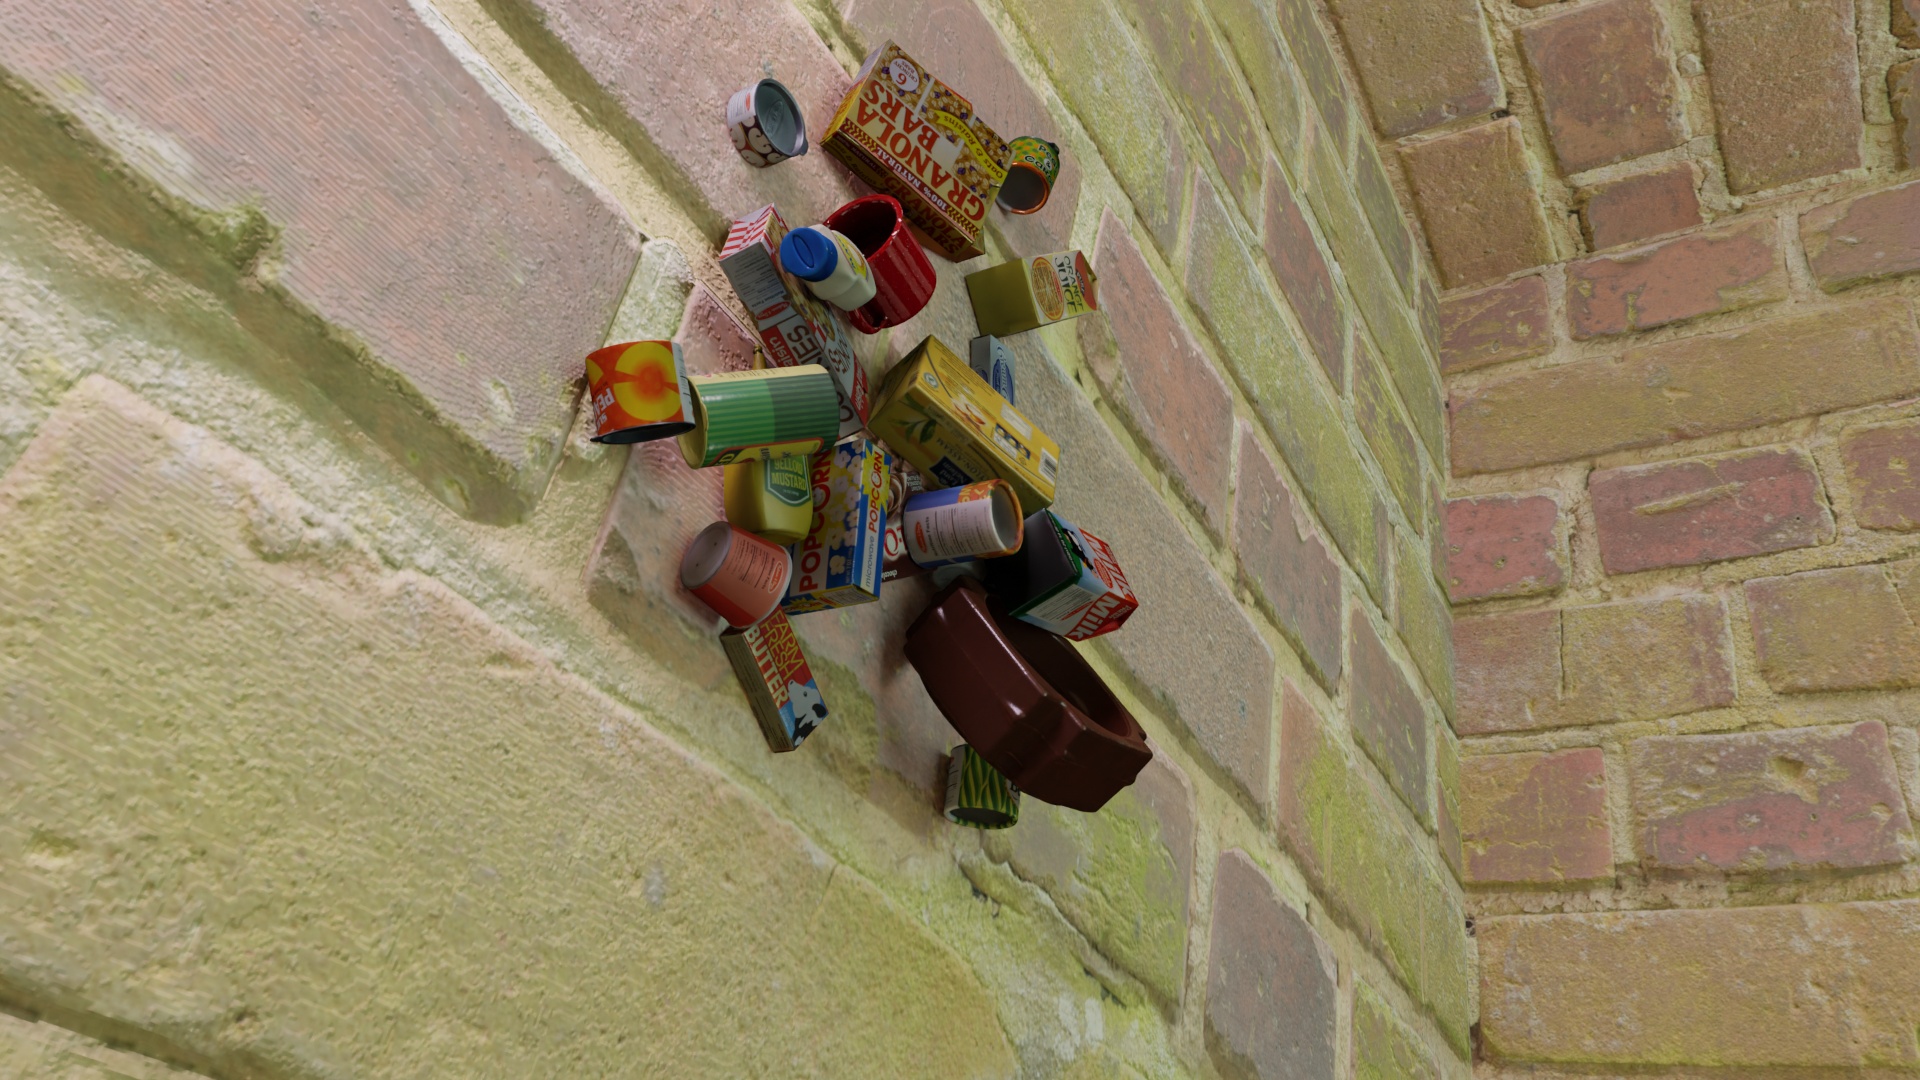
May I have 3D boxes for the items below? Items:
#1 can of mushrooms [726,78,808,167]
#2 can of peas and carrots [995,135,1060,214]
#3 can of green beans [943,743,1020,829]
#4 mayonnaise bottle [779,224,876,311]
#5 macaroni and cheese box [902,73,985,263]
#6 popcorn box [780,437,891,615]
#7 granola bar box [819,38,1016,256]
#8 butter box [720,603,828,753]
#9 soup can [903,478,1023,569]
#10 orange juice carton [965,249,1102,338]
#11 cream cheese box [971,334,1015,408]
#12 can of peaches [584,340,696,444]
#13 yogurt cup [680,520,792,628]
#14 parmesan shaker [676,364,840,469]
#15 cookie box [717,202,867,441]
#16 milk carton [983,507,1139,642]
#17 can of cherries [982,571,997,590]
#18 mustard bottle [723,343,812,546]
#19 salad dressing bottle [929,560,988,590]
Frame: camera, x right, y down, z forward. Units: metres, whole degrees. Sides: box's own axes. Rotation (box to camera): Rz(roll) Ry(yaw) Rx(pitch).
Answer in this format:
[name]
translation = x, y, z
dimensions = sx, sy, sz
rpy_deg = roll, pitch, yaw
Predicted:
[can of mushrooms]
translation = -0.160, -0.345, 1.156
dimensions = 0.071, 0.033, 0.071
rpy_deg = 29, 55, -52
[can of peas and carrots]
translation = 0.073, -0.402, 1.527
dimensions = 0.070, 0.071, 0.059
rpy_deg = 55, 38, -34
[can of green beans]
translation = 0.021, 0.217, 1.221
dimensions = 0.071, 0.071, 0.058
rpy_deg = 41, 46, -46
[mayonnaise bottle]
translation = -0.104, -0.215, 1.078
dimensions = 0.064, 0.041, 0.148
rpy_deg = 60, 9, 0
[macaroni and cheese box]
translation = -0.029, -0.374, 1.376
dimensions = 0.124, 0.040, 0.166
rpy_deg = 13, 69, -56
[popcorn box]
translation = -0.102, -0.010, 1.080
dimensions = 0.038, 0.085, 0.127
rpy_deg = 35, 51, -49
[granola bar box]
translation = -0.036, -0.365, 1.293
dimensions = 0.165, 0.039, 0.125
rpy_deg = 36, 60, -24
[butter box]
translation = -0.138, 0.101, 1.040
dimensions = 0.053, 0.024, 0.103
rpy_deg = -45, 118, -54
[soup can]
translation = 0.004, -0.015, 1.187
dimensions = 0.071, 0.083, 0.071
rpy_deg = 31, 54, -57
[orange juice carton]
translation = 0.087, -0.268, 1.501
dimensions = 0.193, 0.071, 0.073
rpy_deg = -27, 103, -58
[cream cheese box]
translation = 0.034, -0.153, 1.418
dimensions = 0.053, 0.024, 0.104
rpy_deg = 27, 57, -54
[can of peaches]
translation = -0.219, -0.100, 0.940
dimensions = 0.071, 0.071, 0.058
rpy_deg = -5, 84, -59
[yogurt cup]
translation = -0.162, 0.022, 0.992
dimensions = 0.054, 0.072, 0.073
rpy_deg = 37, 49, -38
[parmesan shaker]
translation = -0.144, -0.089, 0.993
dimensions = 0.103, 0.071, 0.071
rpy_deg = -9, 87, -29
[cookie box]
translation = -0.127, -0.172, 1.097
dimensions = 0.123, 0.040, 0.167
rpy_deg = -96, 160, -64
[milk carton]
translation = 0.101, 0.038, 1.275
dimensions = 0.190, 0.073, 0.072
rpy_deg = 26, 36, -58
[can of cherries]
translation = 0.029, 0.023, 1.312
dimensions = 0.071, 0.058, 0.071
rpy_deg = 27, 58, -53
[mustard bottle]
translation = -0.150, -0.077, 1.060
dimensions = 0.065, 0.048, 0.160
rpy_deg = 10, 70, -52
[salad dressing bottle]
translation = 0.002, -0.020, 1.286
dimensions = 0.148, 0.064, 0.043
rpy_deg = -84, 157, -43
